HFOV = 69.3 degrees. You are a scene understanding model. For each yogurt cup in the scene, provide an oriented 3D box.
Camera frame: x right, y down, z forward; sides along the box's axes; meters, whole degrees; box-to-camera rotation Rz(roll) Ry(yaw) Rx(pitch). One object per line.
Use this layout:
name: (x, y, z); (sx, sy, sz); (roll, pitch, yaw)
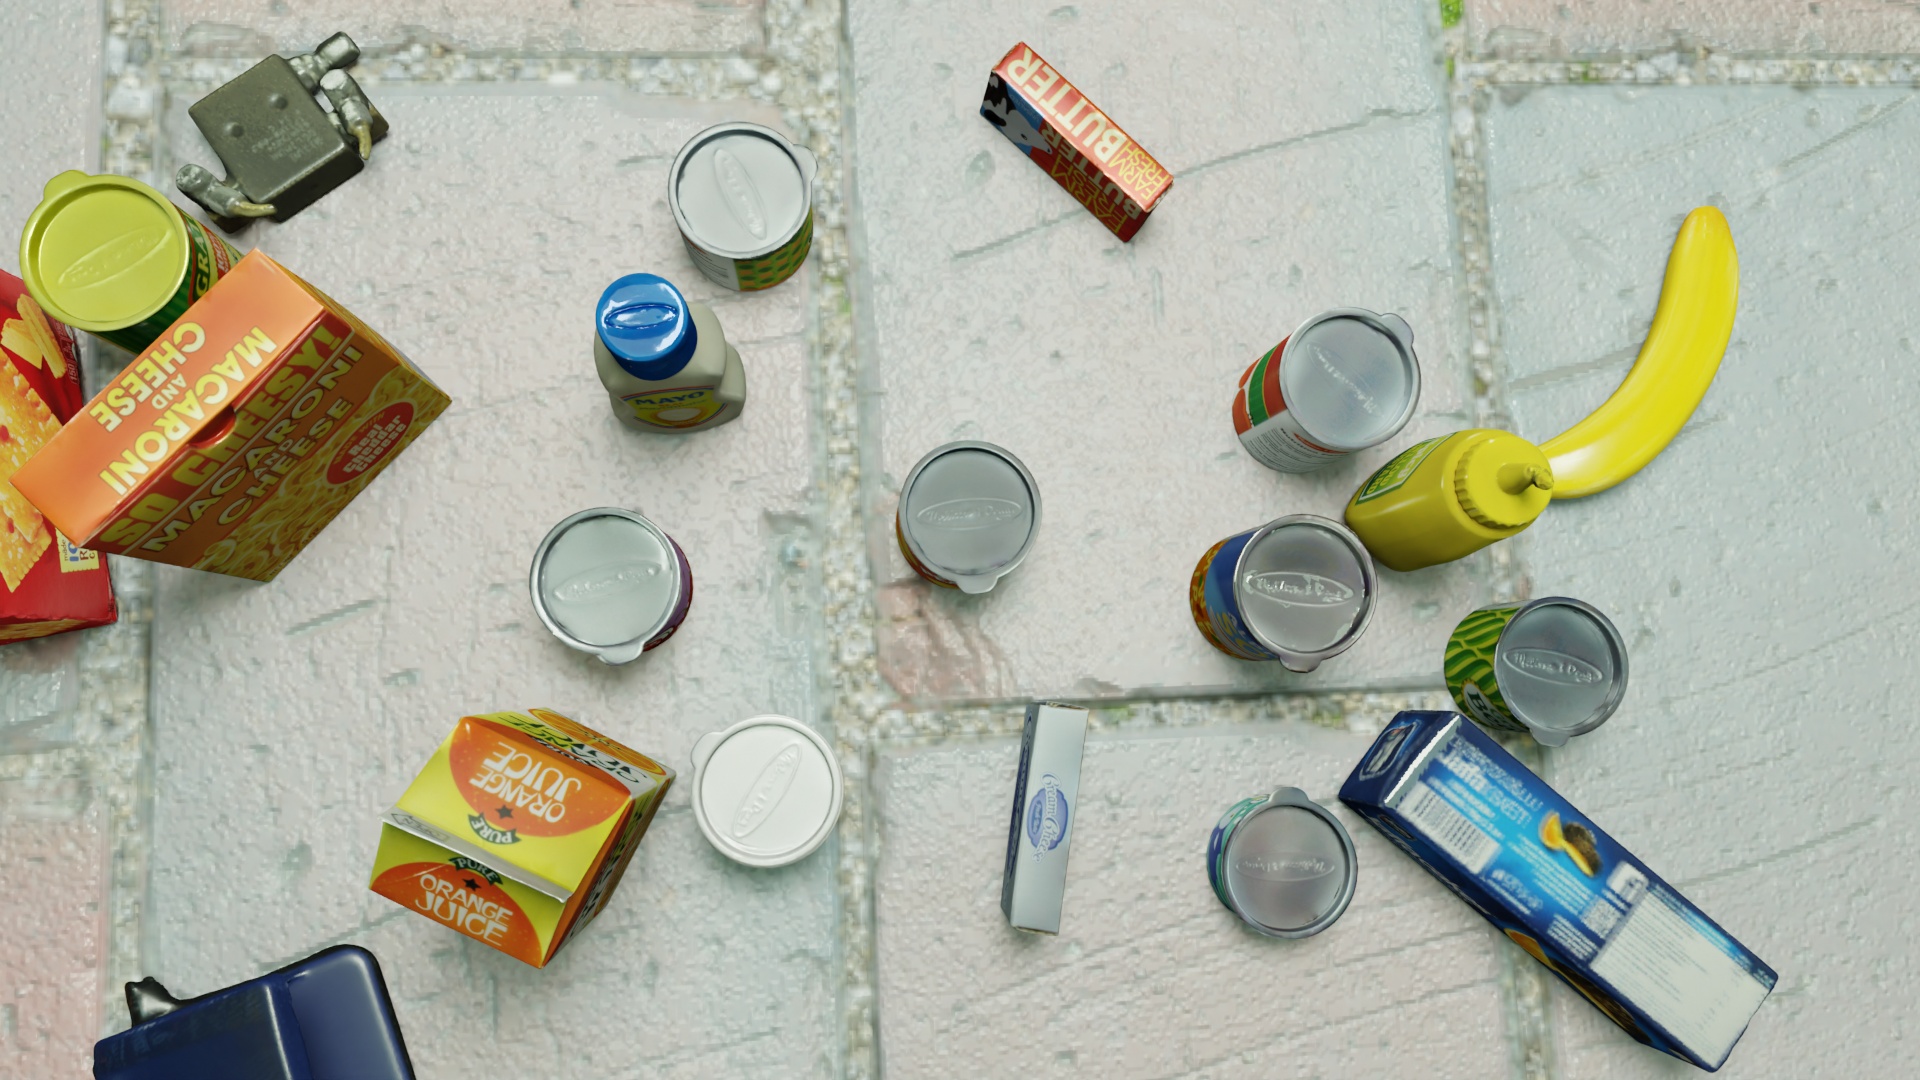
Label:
yogurt cup: (-0.088, 0.114, 0.643); (0.072, 0.054, 0.072); (1, 84, -5)

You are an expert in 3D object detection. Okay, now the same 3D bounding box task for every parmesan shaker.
parmesan shaker: (-0.356, -0.116, 0.619); (0.071, 0.103, 0.071); (1, 84, -5)

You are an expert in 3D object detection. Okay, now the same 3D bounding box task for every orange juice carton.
orange juice carton: (-0.174, 0.117, 0.565); (0.072, 0.192, 0.073); (27, 83, -2)

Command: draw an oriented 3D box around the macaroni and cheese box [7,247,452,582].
macaroni and cheese box: (-0.293, -0.044, 0.585); (0.040, 0.166, 0.124); (43, 82, 0)

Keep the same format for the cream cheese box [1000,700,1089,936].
cream cheese box: (0.038, 0.128, 0.653); (0.024, 0.053, 0.104); (9, 83, -4)

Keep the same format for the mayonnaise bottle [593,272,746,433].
mayonnaise bottle: (-0.131, -0.080, 0.613); (0.065, 0.148, 0.041); (-8, 85, -6)

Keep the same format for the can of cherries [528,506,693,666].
can of cherries: (-0.160, 0.023, 0.644); (0.071, 0.058, 0.071); (1, 84, -5)

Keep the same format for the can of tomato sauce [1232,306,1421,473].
can of tomato sauce: (0.175, -0.072, 0.672); (0.071, 0.083, 0.071); (1, 84, -5)

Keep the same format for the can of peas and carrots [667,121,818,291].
can of peas and carrots: (-0.102, -0.160, 0.669); (0.071, 0.058, 0.071); (1, 84, -5)

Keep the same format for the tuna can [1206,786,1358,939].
tuna can: (0.154, 0.153, 0.670); (0.071, 0.033, 0.071); (1, 84, -5)

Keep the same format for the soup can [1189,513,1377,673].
soup can: (0.150, 0.027, 0.658); (0.071, 0.083, 0.071); (1, 84, -5)

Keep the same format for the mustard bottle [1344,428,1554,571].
mustard bottle: (0.228, -0.022, 0.632); (0.065, 0.160, 0.049); (-43, 89, -7)

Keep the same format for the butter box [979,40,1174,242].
butter box: (0.057, -0.197, 0.690); (0.103, 0.053, 0.024); (42, 83, 0)

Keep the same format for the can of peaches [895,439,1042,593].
can of peaches: (0.002, -0.008, 0.662); (0.071, 0.058, 0.071); (1, 84, -5)

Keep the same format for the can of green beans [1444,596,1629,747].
can of green beans: (0.279, 0.062, 0.679); (0.071, 0.057, 0.071); (1, 84, -5)
